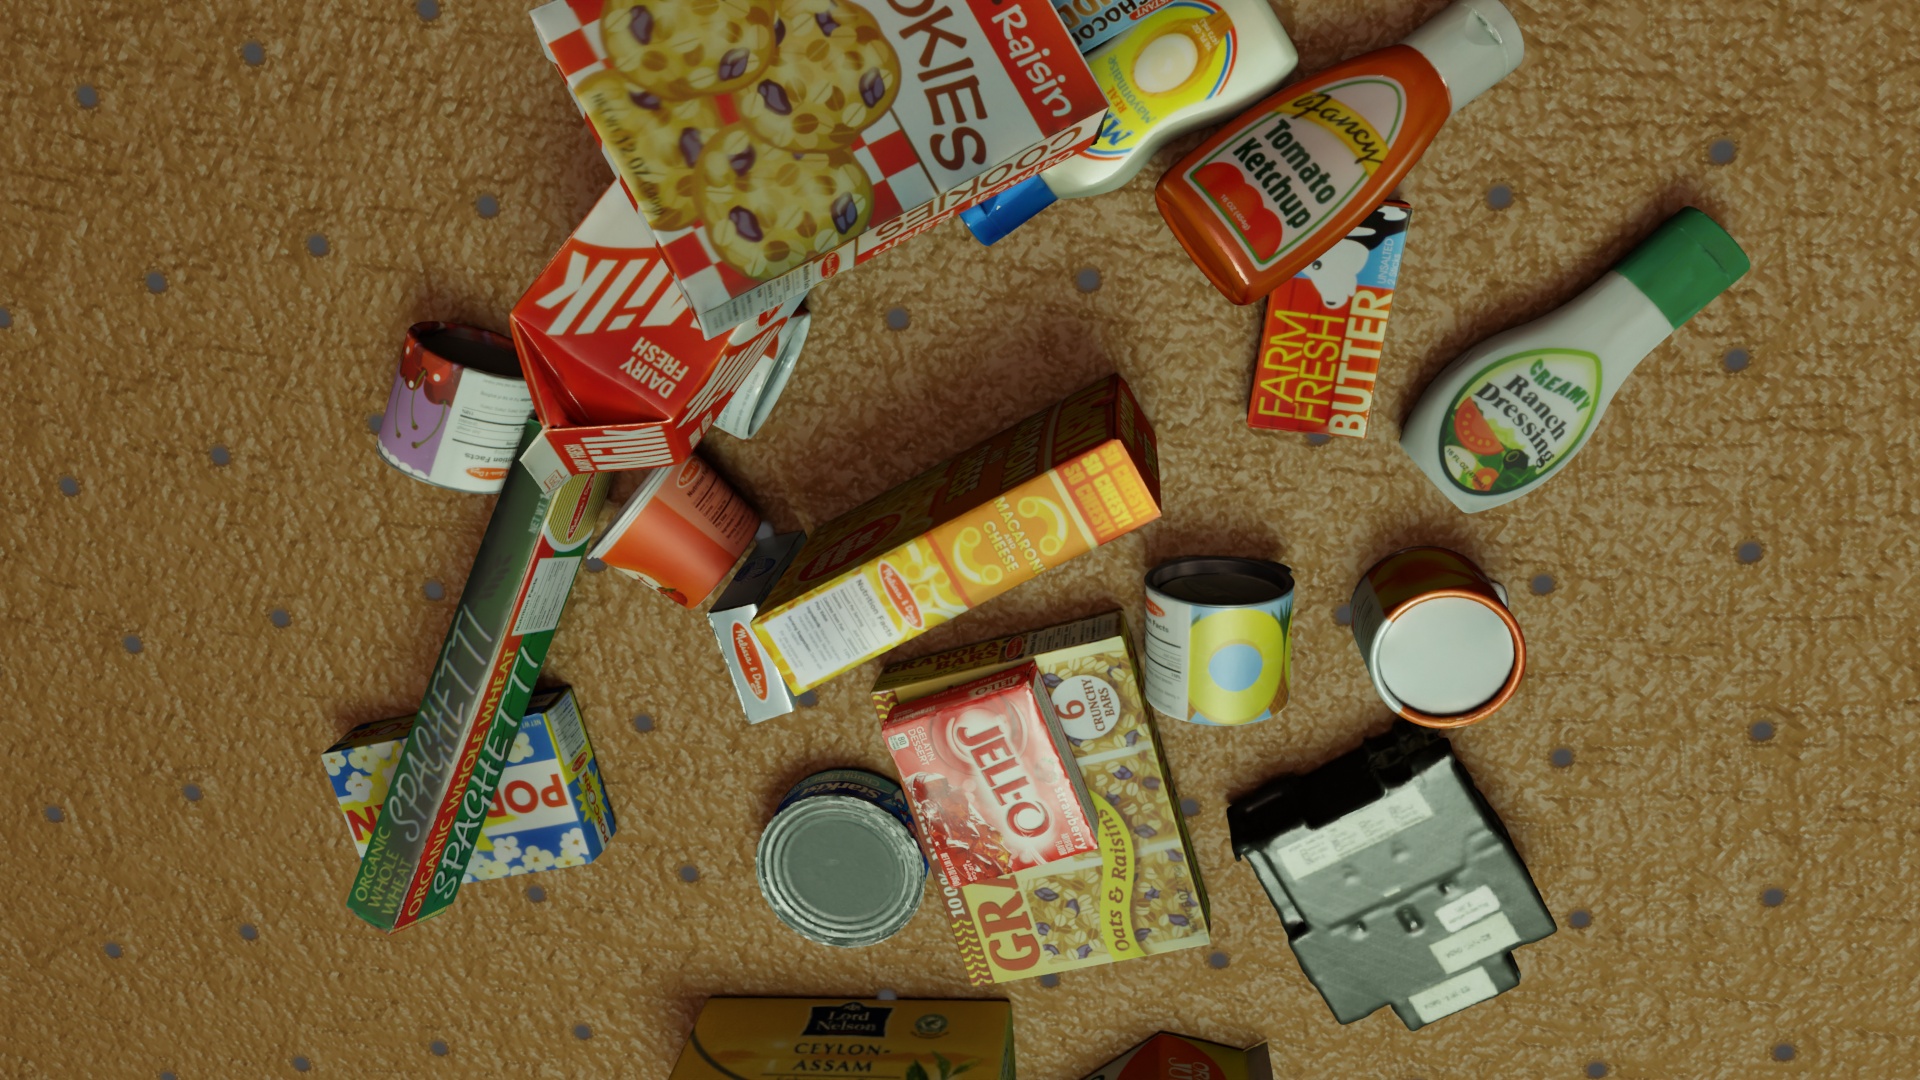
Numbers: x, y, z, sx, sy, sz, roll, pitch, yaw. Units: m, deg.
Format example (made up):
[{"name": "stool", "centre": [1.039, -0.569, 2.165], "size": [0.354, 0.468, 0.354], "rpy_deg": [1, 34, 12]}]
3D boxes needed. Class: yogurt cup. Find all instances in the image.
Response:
[{"name": "yogurt cup", "centre": [-0.130, -0.005, 0.645], "size": [0.054, 0.073, 0.072], "rpy_deg": [39, 108, -14]}]

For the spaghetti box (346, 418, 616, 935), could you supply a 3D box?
[{"name": "spaghetti box", "centre": [-0.222, 0.063, 0.652], "size": [0.029, 0.050, 0.249], "rpy_deg": [23, 94, 11]}]

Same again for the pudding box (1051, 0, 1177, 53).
[{"name": "pudding box", "centre": [0.045, -0.220, 0.552], "size": [0.083, 0.050, 0.030], "rpy_deg": [-22, 140, 24]}]

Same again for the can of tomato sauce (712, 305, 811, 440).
[{"name": "can of tomato sauce", "centre": [-0.116, -0.092, 0.616], "size": [0.083, 0.071, 0.071], "rpy_deg": [27, 109, -2]}]

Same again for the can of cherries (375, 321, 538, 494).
[{"name": "can of cherries", "centre": [-0.229, -0.063, 0.639], "size": [0.071, 0.072, 0.058], "rpy_deg": [22, 109, 0]}]

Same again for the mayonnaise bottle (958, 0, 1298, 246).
[{"name": "mayonnaise bottle", "centre": [0.062, -0.178, 0.577], "size": [0.148, 0.041, 0.064], "rpy_deg": [-32, 94, 15]}]

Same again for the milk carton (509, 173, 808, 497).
[{"name": "milk carton", "centre": [-0.109, -0.100, 0.545], "size": [0.073, 0.072, 0.191], "rpy_deg": [33, 77, 0]}]

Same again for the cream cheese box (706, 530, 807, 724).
[{"name": "cream cheese box", "centre": [-0.084, 0.036, 0.630], "size": [0.024, 0.104, 0.053], "rpy_deg": [-14, 106, 9]}]

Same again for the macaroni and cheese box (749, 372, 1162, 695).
[{"name": "macaroni and cheese box", "centre": [0.002, -0.007, 0.594], "size": [0.166, 0.124, 0.040], "rpy_deg": [-27, 103, 14]}]

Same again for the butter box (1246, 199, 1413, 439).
[{"name": "butter box", "centre": [0.157, -0.097, 0.599], "size": [0.053, 0.024, 0.103], "rpy_deg": [8, 108, 6]}]

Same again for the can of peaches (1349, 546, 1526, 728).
[{"name": "can of peaches", "centre": [0.213, 0.042, 0.617], "size": [0.071, 0.058, 0.071], "rpy_deg": [2, 107, 7]}]

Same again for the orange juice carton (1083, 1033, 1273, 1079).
[{"name": "orange juice carton", "centre": [0.083, 0.326, 0.714], "size": [0.192, 0.072, 0.073], "rpy_deg": [-37, 100, 17]}]

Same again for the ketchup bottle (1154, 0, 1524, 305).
[{"name": "ketchup bottle", "centre": [0.153, -0.160, 0.554], "size": [0.149, 0.043, 0.065], "rpy_deg": [-37, 86, -1]}]

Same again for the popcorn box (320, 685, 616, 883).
[{"name": "popcorn box", "centre": [-0.251, 0.129, 0.714], "size": [0.127, 0.038, 0.085], "rpy_deg": [-11, 105, 11]}]

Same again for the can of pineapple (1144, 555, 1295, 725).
[{"name": "can of pineapple", "centre": [0.118, 0.044, 0.626], "size": [0.071, 0.071, 0.057], "rpy_deg": [1, 108, 7]}]

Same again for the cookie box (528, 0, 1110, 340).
[{"name": "cookie box", "centre": [-0.048, -0.166, 0.504], "size": [0.168, 0.040, 0.123], "rpy_deg": [-29, 87, -9]}]

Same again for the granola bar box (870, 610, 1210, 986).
[{"name": "granola bar box", "centre": [0.041, 0.127, 0.675], "size": [0.124, 0.039, 0.165], "rpy_deg": [-14, 105, 11]}]

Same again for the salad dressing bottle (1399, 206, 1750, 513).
[{"name": "salad dressing bottle", "centre": [0.256, -0.075, 0.583], "size": [0.064, 0.044, 0.147], "rpy_deg": [44, 107, -6]}]
